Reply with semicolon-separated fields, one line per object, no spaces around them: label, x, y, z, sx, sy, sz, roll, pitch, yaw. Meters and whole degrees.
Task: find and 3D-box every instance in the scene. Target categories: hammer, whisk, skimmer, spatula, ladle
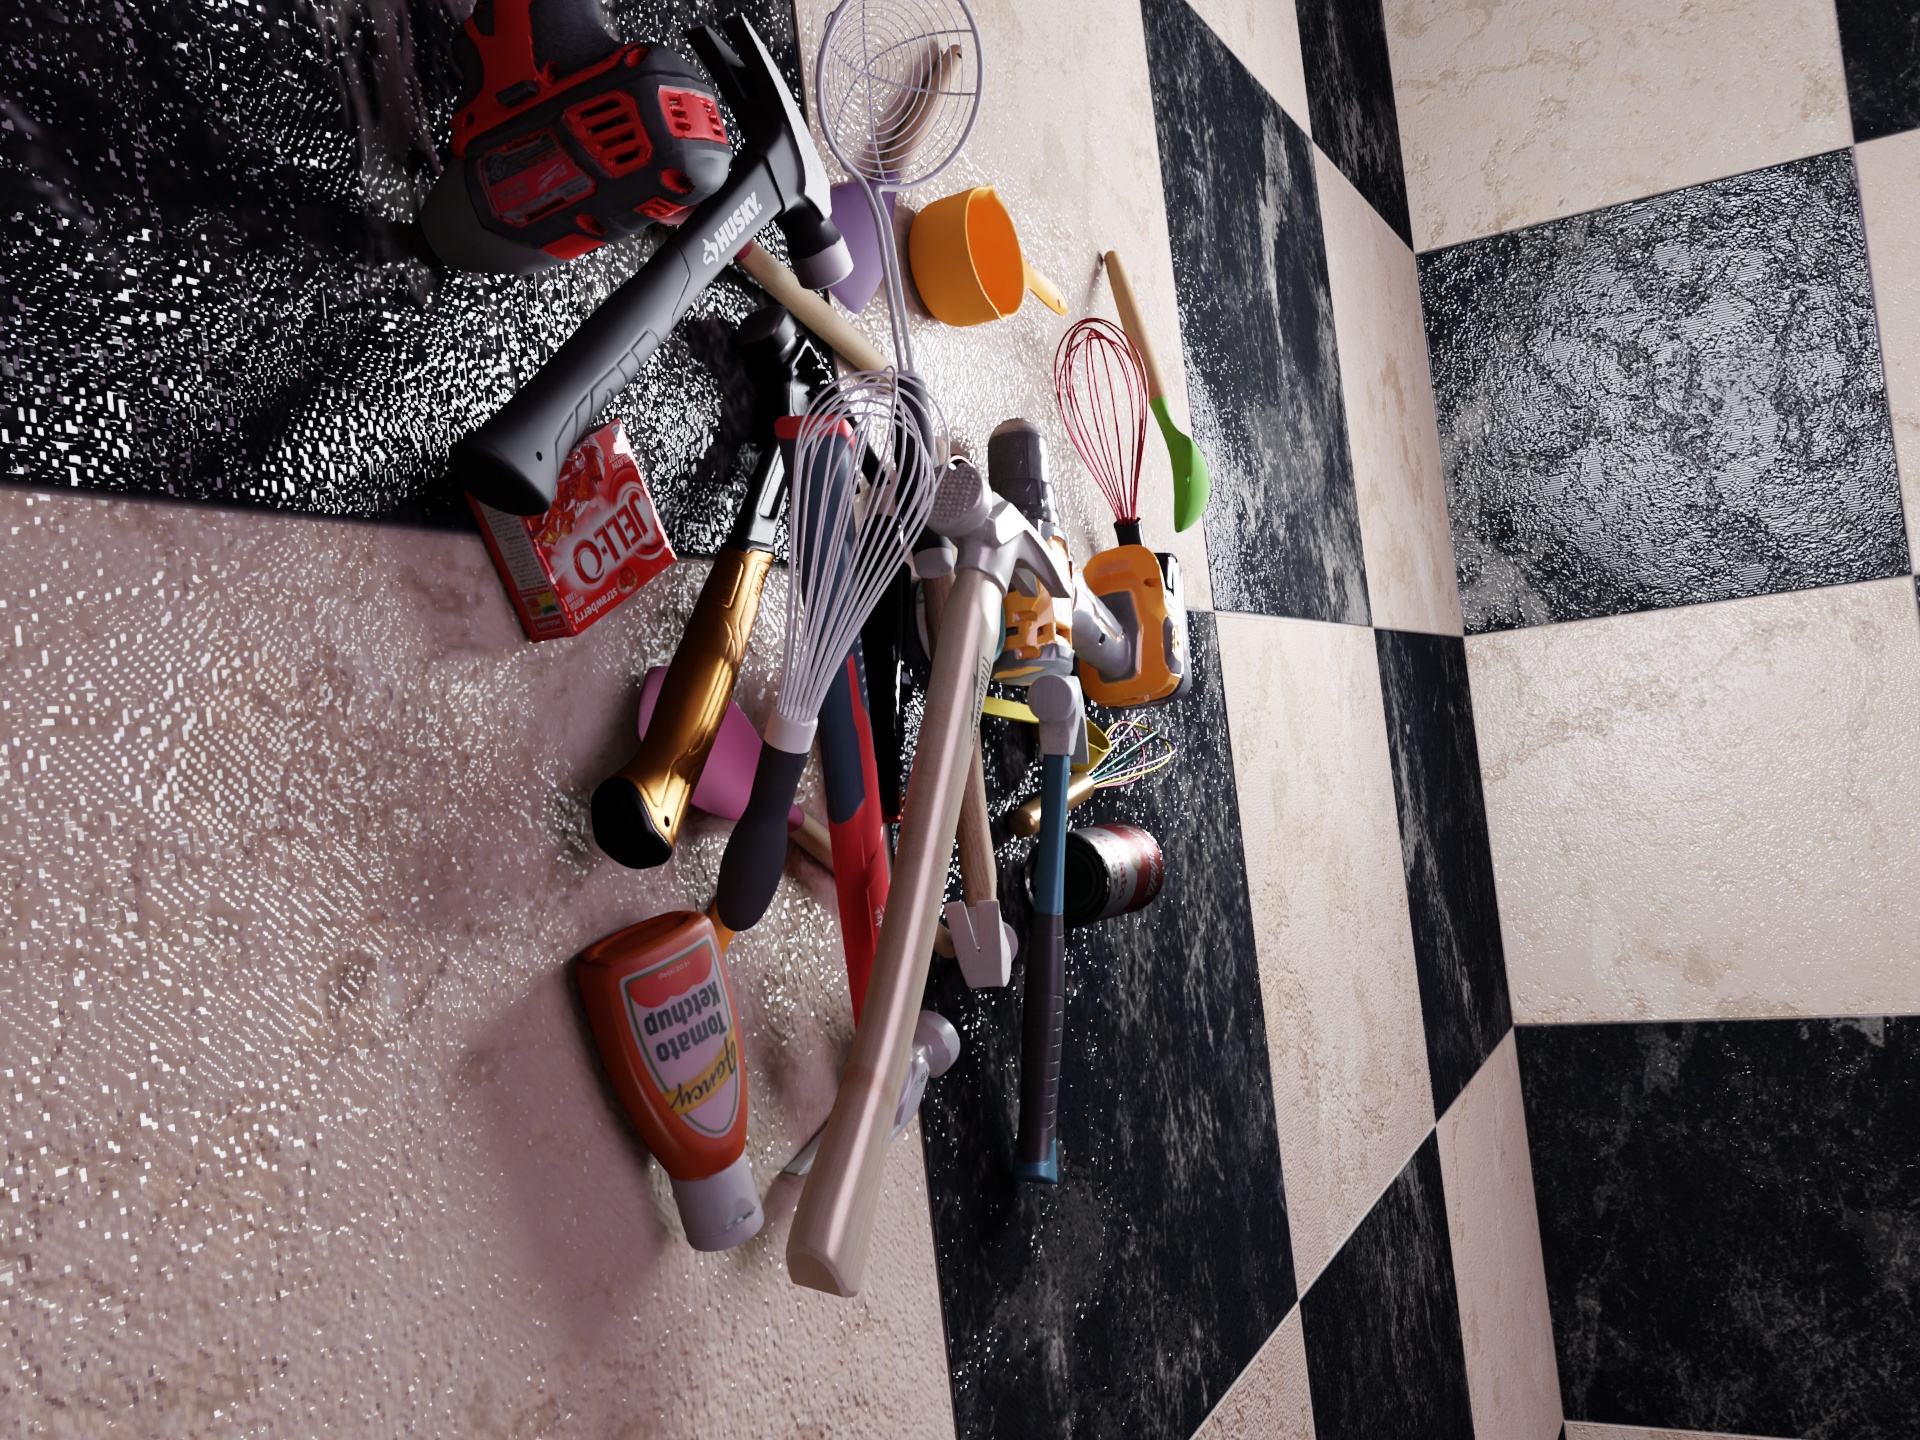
hammer;-0.063;0.041;0.809;0.143;0.038;0.386;-36;125;-57
hammer;-0.017;0.083;0.824;0.146;0.038;0.411;38;61;-60
whisk;0.132;-0.179;1.285;0.073;0.073;0.295;-51;133;-54
skimmer;-0.019;-0.265;0.931;0.127;0.090;0.363;9;66;-45
hammer;-0.110;-0.062;0.799;0.127;0.034;0.337;56;34;-39
spatula;-0.041;-0.370;1.043;0.059;0.018;0.316;44;43;-26
hammer;-0.139;-0.203;0.732;0.335;0.035;0.146;-66;144;-45
whisk;-0.070;-0.025;0.734;0.070;0.070;0.284;-22;133;-62
ladle;-0.106;-0.251;0.883;0.315;0.031;0.069;30;53;-59
hammer;0.055;0.136;1.023;0.128;0.033;0.331;-4;97;-81
hammer;-0.002;-0.003;0.957;0.130;0.031;0.331;-12;95;-85
whisk;0.096;0.041;1.186;0.047;0.051;0.245;60;33;2

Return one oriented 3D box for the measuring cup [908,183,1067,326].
measuring cup;0.021;-0.308;1.113;0.173;0.052;0.095;8;76;-64

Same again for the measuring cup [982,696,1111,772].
measuring cup;0.045;0.007;1.101;0.156;0.029;0.062;12;29;-47

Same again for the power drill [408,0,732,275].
power drill;-0.188;-0.290;0.627;0.078;0.143;0.219;-35;108;-64

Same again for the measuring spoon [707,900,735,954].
measuring spoon;-0.119;0.110;0.780;0.021;0.011;0.117;63;33;-32

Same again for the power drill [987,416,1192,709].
power drill;0.085;-0.106;1.158;0.226;0.084;0.185;15;68;-56

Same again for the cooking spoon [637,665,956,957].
cooking spoon;-0.078;0.066;0.863;0.318;0.017;0.069;46;39;-48

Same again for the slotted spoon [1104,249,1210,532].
slotted spoon;0.157;-0.279;1.300;0.070;0.031;0.314;98;-16;-55
